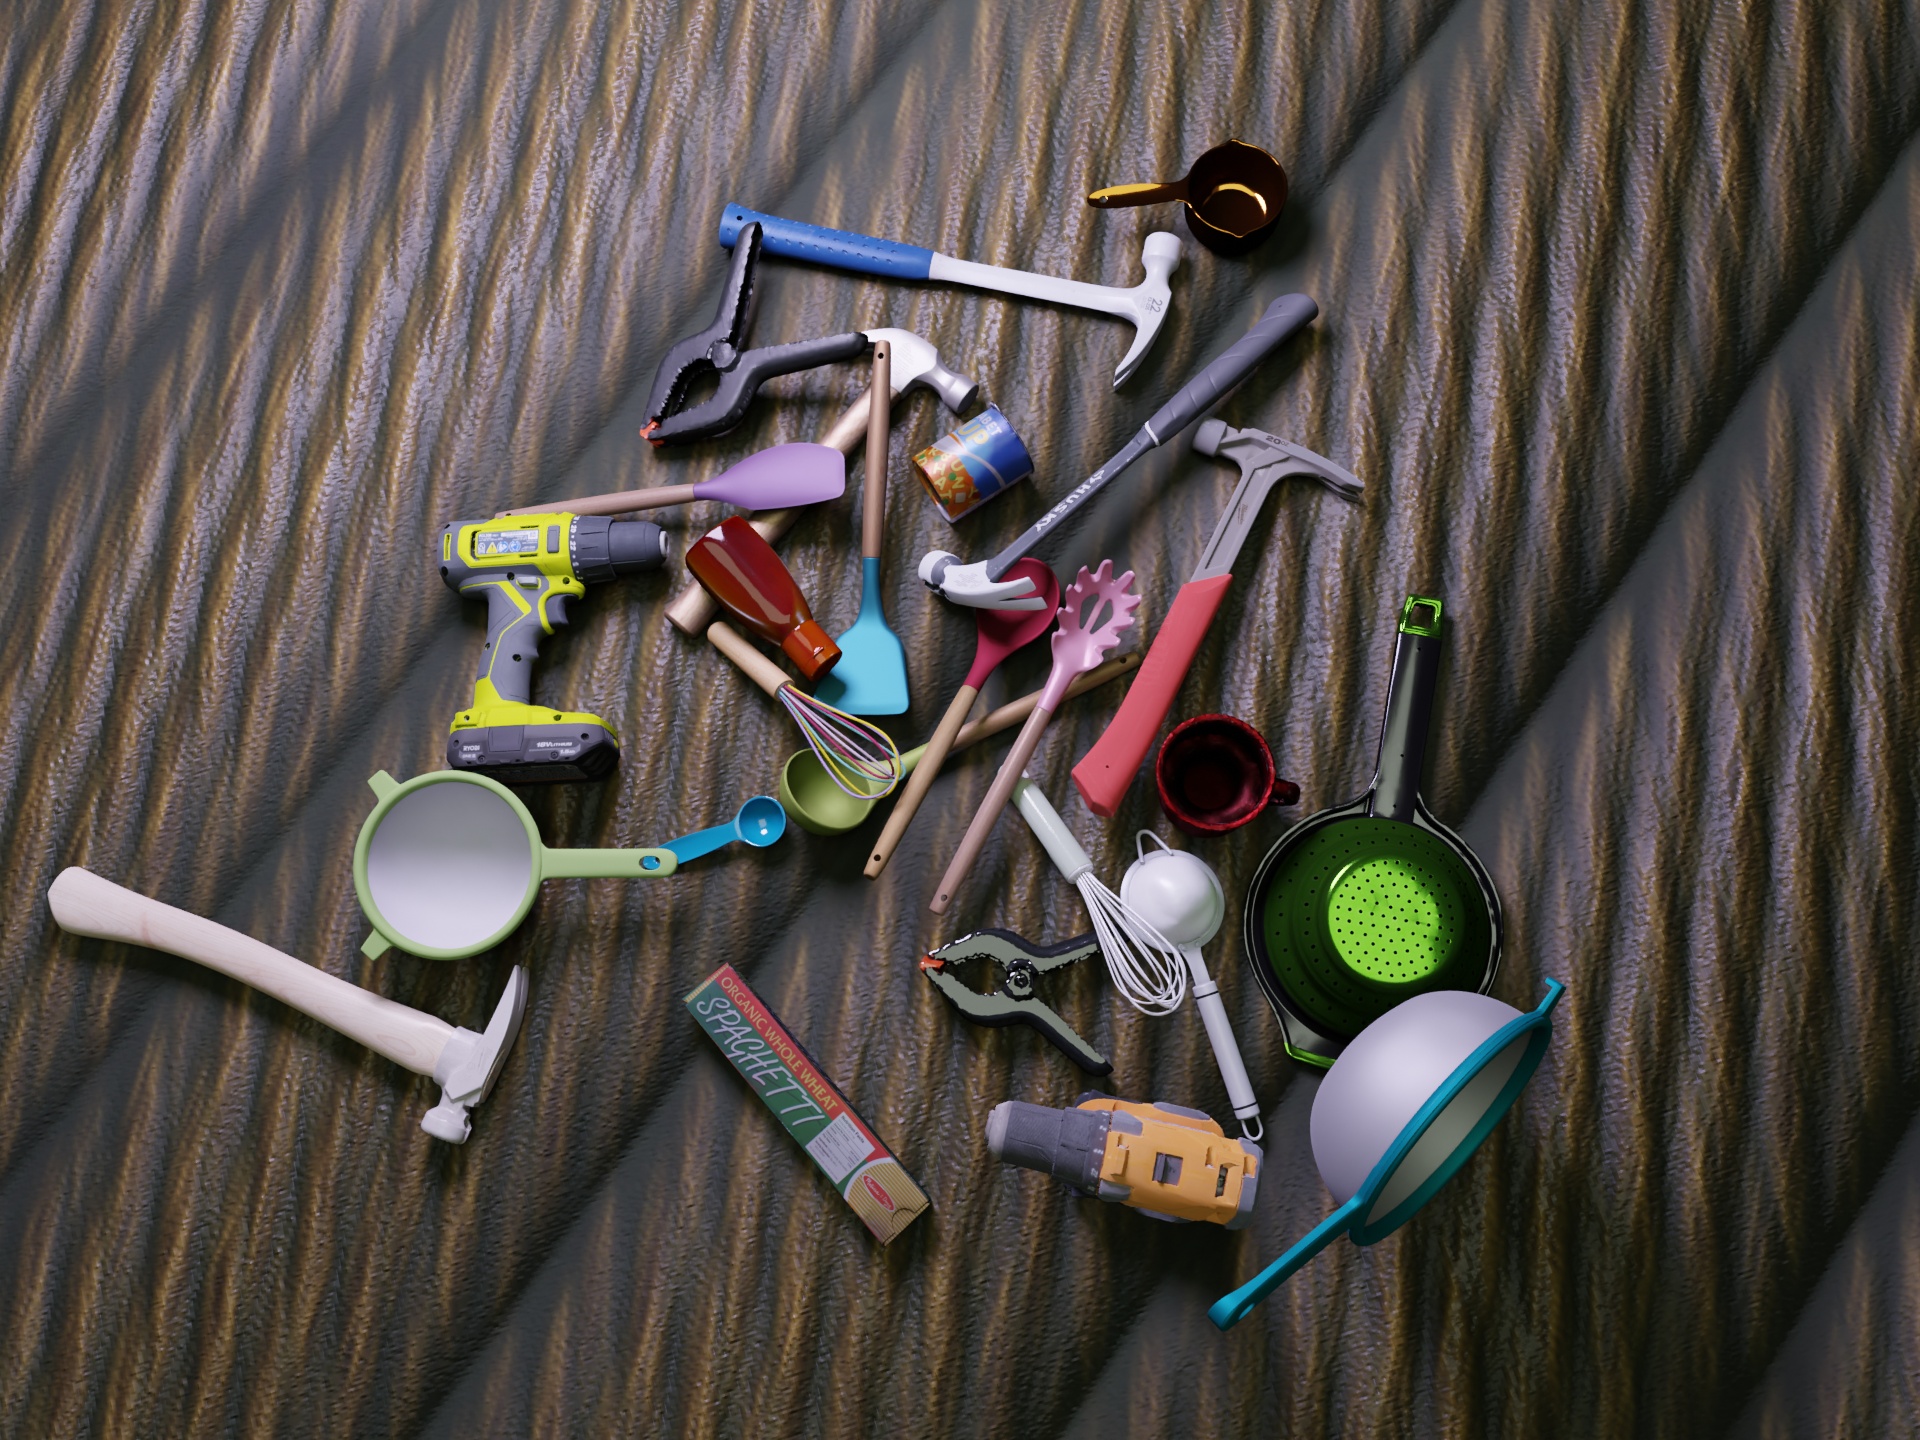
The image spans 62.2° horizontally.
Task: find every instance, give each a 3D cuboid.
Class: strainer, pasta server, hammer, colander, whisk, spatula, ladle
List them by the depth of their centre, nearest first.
[{"bbox_3d":[0.272,0.294,1.114,0.340,0.210,0.095,-28,52,-29],"label":"strainer"},{"bbox_3d":[0.343,0.080,1.248,0.204,0.094,0.397,11,78,6],"label":"colander"},{"bbox_3d":[0.193,0.205,1.259,0.087,0.050,0.258,-15,80,-15],"label":"strainer"},{"bbox_3d":[0.099,0.128,1.261,0.059,0.057,0.247,-50,60,28],"label":"whisk"},{"bbox_3d":[0.055,0.015,1.280,0.060,0.040,0.316,28,81,2],"label":"pasta server"},{"bbox_3d":[-0.002,-0.004,1.282,0.069,0.031,0.315,19,62,17],"label":"ladle"},{"bbox_3d":[-0.127,-0.016,1.291,0.051,0.047,0.245,-26,49,-34],"label":"whisk"},{"bbox_3d":[-0.356,0.118,1.296,0.256,0.069,0.151,0,83,-2],"label":"strainer"},{"bbox_3d":[-0.557,0.200,1.305,0.410,0.038,0.146,21,78,8],"label":"hammer"},{"bbox_3d":[0.003,0.008,1.306,0.320,0.062,0.078,-24,67,-5],"label":"ladle"},{"bbox_3d":[0.197,-0.079,1.311,0.149,0.036,0.359,25,75,9],"label":"hammer"},{"bbox_3d":[0.150,-0.229,1.333,0.409,0.149,0.036,-41,121,-12],"label":"hammer"},{"bbox_3d":[-0.074,-0.163,1.338,0.082,0.044,0.317,3,90,9],"label":"spatula"},{"bbox_3d":[-0.251,-0.194,1.365,0.316,0.018,0.060,-7,71,10],"label":"spatula"},{"bbox_3d":[-0.138,-0.206,1.375,0.130,0.031,0.331,39,82,10],"label":"hammer"},{"bbox_3d":[-0.016,-0.396,1.409,0.405,0.035,0.144,13,78,6],"label":"hammer"}]

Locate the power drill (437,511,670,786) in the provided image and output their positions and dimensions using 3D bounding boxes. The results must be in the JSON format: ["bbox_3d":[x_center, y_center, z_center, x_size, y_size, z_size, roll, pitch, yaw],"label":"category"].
[{"bbox_3d":[-0.341,-0.067,1.333,0.190,0.080,0.229,-3,74,4],"label":"power drill"}]

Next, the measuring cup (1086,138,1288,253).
[{"bbox_3d":[0.199,-0.454,1.403,0.173,0.052,0.095,-3,77,5],"label":"measuring cup"}]

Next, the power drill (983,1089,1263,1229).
[{"bbox_3d":[0.112,0.310,1.141,0.185,0.226,0.084,11,78,6],"label":"power drill"}]

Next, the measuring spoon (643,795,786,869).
[{"bbox_3d":[-0.202,0.099,1.320,0.128,0.021,0.042,-20,77,8],"label":"measuring spoon"}]
